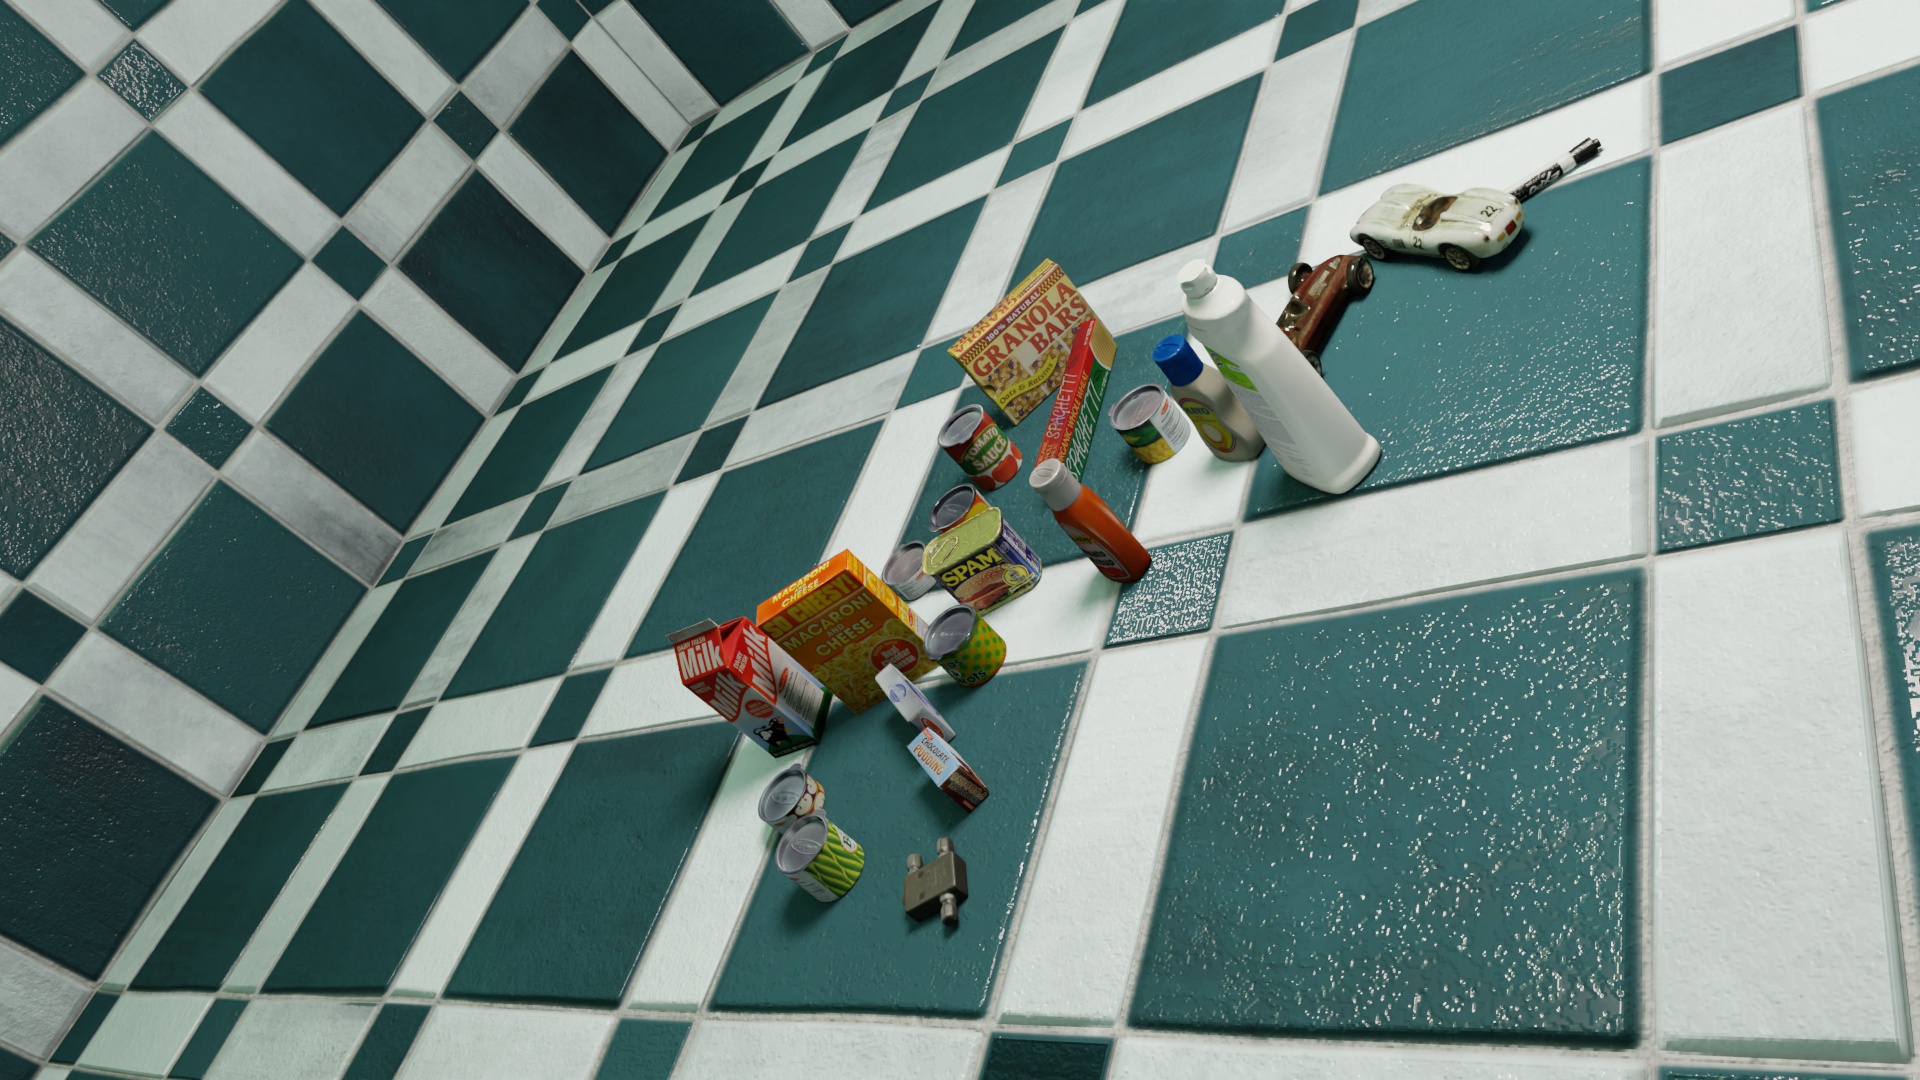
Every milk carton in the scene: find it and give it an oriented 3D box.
[{"bbox_3d":[-0.232,0.151,1.516,0.072,0.190,0.074,-22,37,32],"label":"milk carton"}]

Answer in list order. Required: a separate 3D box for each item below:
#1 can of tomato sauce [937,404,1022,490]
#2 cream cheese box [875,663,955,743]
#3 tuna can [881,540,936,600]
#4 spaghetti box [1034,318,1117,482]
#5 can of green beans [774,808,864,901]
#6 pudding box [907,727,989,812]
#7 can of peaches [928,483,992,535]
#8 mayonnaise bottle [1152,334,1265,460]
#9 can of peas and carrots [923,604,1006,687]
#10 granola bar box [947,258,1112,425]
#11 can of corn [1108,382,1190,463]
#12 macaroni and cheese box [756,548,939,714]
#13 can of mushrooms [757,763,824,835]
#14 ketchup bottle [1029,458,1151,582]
[{"bbox_3d":[0.025,-0.108,1.638,0.071,0.083,0.071,-29,34,22],"label":"can of tomato sauce"},{"bbox_3d":[-0.047,0.169,1.415,0.024,0.053,0.104,-45,31,-2],"label":"cream cheese box"},{"bbox_3d":[-0.056,0.034,1.608,0.071,0.032,0.071,-29,34,22],"label":"tuna can"},{"bbox_3d":[0.135,-0.156,1.601,0.028,0.050,0.251,-17,40,37],"label":"spaghetti box"},{"bbox_3d":[-0.136,0.307,1.345,0.071,0.057,0.071,-29,34,22],"label":"can of green beans"},{"bbox_3d":[-0.012,0.217,1.321,0.030,0.049,0.084,-46,31,-3],"label":"pudding box"},{"bbox_3d":[0.006,-0.020,1.578,0.071,0.058,0.071,-29,34,22],"label":"can of peaches"},{"bbox_3d":[0.241,-0.139,1.366,0.065,0.147,0.041,7,57,52],"label":"mayonnaise bottle"},{"bbox_3d":[0.004,0.110,1.422,0.071,0.058,0.071,-29,34,22],"label":"can of peas and carrots"},{"bbox_3d":[0.086,-0.240,1.687,0.165,0.124,0.039,-43,31,1],"label":"granola bar box"},{"bbox_3d":[0.201,-0.124,1.480,0.071,0.058,0.071,-29,34,22],"label":"can of corn"},{"bbox_3d":[-0.115,0.098,1.469,0.123,0.166,0.040,-33,33,18],"label":"macaroni and cheese box"},{"bbox_3d":[-0.176,0.272,1.457,0.071,0.033,0.071,-29,34,22],"label":"can of mushrooms"},{"bbox_3d":[0.124,-0.020,1.356,0.065,0.148,0.043,12,61,54],"label":"ketchup bottle"}]
